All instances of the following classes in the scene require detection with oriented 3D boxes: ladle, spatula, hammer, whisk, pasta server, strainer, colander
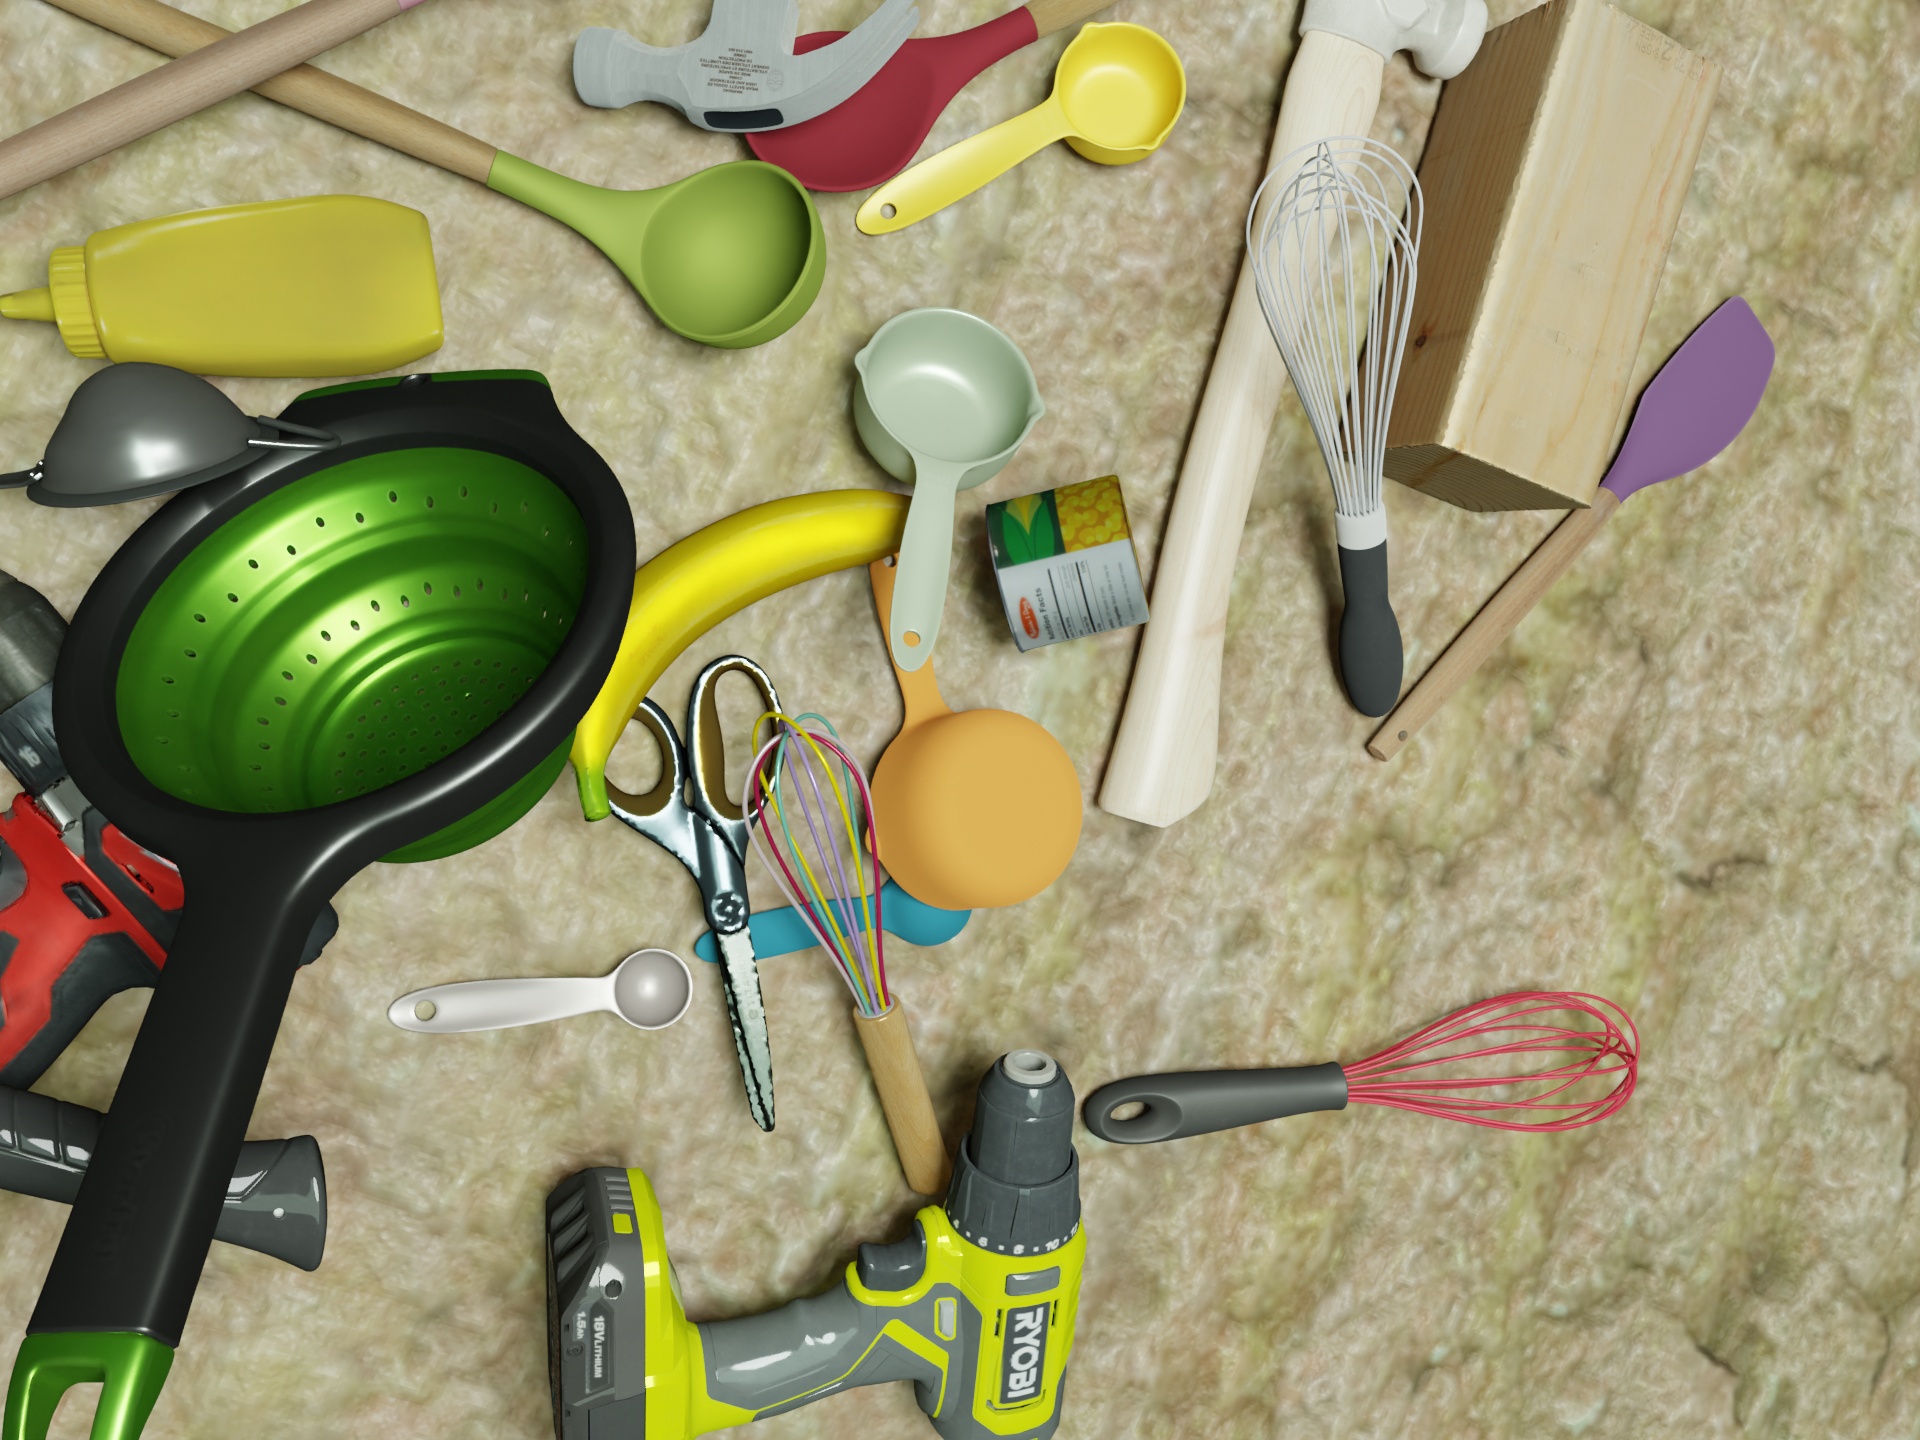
[{"bbox_3d":[0.051,-0.307,0.671,0.315,0.031,0.069,-29,92,-5],"label":"ladle"},{"bbox_3d":[0.314,-0.094,0.807,0.316,0.018,0.059,-46,108,-10],"label":"spatula"},{"bbox_3d":[0.122,-0.155,0.728,0.146,0.038,0.410,15,91,-18],"label":"hammer"},{"bbox_3d":[-0.370,0.125,0.513,0.334,0.035,0.146,24,82,-22],"label":"hammer"},{"bbox_3d":[0.203,0.178,0.780,0.295,0.073,0.073,-4,97,-12],"label":"whisk"},{"bbox_3d":[-0.044,0.103,0.684,0.047,0.051,0.244,-6,115,20],"label":"whisk"},{"bbox_3d":[-0.230,-0.254,0.567,0.316,0.040,0.060,-33,72,-14],"label":"pasta server"},{"bbox_3d":[0.175,-0.115,0.699,0.070,0.070,0.284,-26,127,-14],"label":"whisk"},{"bbox_3d":[-0.355,-0.081,0.561,0.258,0.087,0.050,-18,121,-5],"label":"strainer"},{"bbox_3d":[-0.062,-0.398,0.631,0.128,0.033,0.331,10,89,3],"label":"hammer"},{"bbox_3d":[-0.208,0.050,0.530,0.204,0.094,0.398,-3,53,8],"label":"colander"},{"bbox_3d":[-0.203,-0.225,0.603,0.320,0.062,0.078,19,83,-17],"label":"ladle"}]

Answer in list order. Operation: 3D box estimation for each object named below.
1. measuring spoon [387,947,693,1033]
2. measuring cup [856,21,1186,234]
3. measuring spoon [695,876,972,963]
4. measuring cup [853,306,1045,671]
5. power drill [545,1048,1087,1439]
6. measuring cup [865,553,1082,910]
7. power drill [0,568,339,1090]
[{"bbox_3d":[-0.176,0.117,0.671,0.124,0.018,0.034,-4,86,-11],"label":"measuring spoon"},{"bbox_3d":[0.025,-0.249,0.695,0.156,0.029,0.062,-28,88,-1],"label":"measuring cup"},{"bbox_3d":[-0.052,0.090,0.701,0.128,0.021,0.042,-10,99,-19],"label":"measuring spoon"},{"bbox_3d":[-0.014,-0.092,0.659,0.083,0.038,0.168,12,68,-12],"label":"measuring cup"},{"bbox_3d":[-0.055,0.235,0.672,0.228,0.080,0.190,-3,112,-19],"label":"power drill"},{"bbox_3d":[-0.001,-0.002,0.686,0.095,0.052,0.173,-18,95,-31],"label":"measuring cup"},{"bbox_3d":[-0.370,0.072,0.568,0.227,0.080,0.187,-38,106,-14],"label":"power drill"}]
